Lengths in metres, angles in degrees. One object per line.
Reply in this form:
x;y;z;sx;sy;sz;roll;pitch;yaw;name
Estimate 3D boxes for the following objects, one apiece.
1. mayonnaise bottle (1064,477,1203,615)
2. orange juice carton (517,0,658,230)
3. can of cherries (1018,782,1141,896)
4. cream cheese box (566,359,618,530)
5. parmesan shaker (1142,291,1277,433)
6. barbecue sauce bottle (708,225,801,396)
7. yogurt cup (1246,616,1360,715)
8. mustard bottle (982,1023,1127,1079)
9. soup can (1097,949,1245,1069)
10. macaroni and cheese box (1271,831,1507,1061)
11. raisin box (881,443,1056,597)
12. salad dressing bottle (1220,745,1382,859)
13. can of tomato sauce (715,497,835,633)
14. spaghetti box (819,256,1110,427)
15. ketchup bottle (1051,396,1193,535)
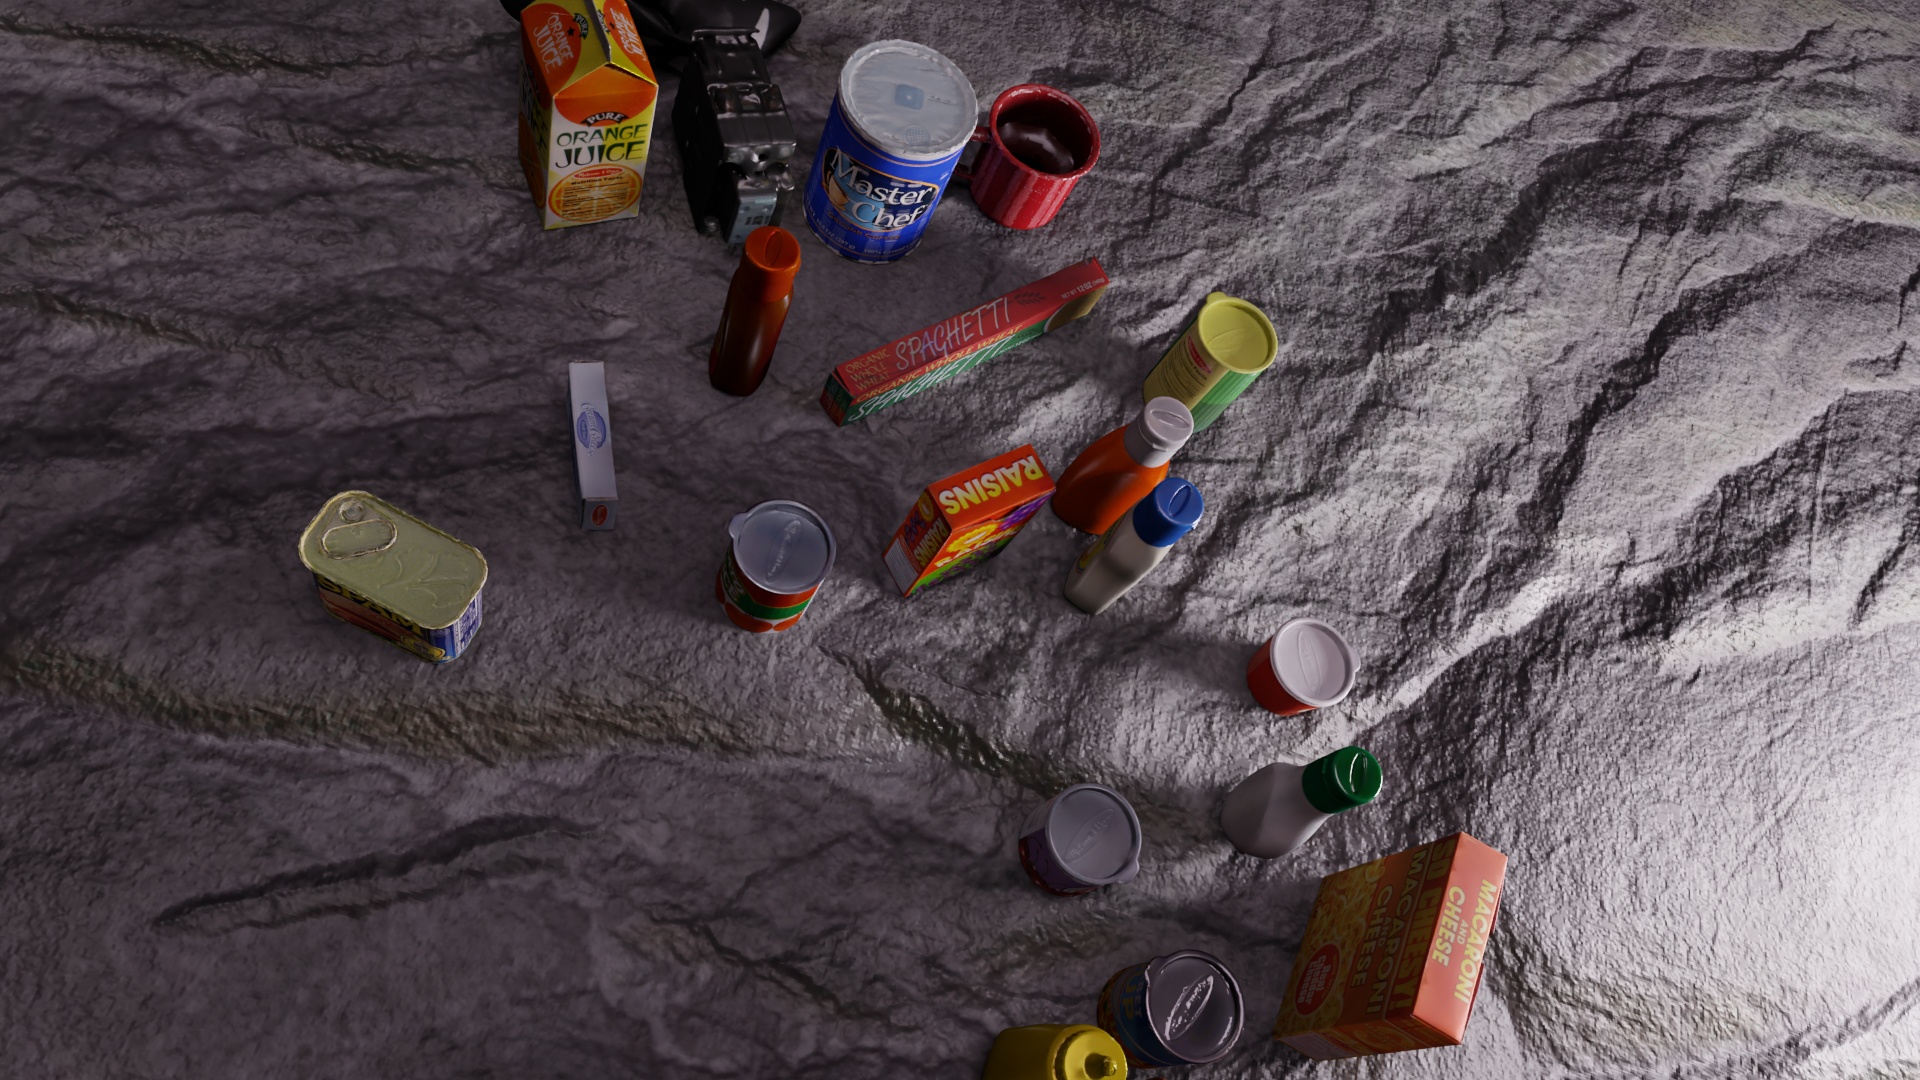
0.122;0.002;0.971;0.041;0.147;0.065;35;61;-1;mayonnaise bottle
-0.258;-0.301;0.954;0.073;0.191;0.072;-15;73;-24;orange juice carton
0.079;0.201;0.919;0.071;0.058;0.072;7;65;-16;can of cherries
-0.248;-0.063;0.931;0.024;0.053;0.104;-4;68;-20;cream cheese box
0.191;-0.137;1.082;0.071;0.102;0.071;7;65;-16;parmesan shaker
-0.141;-0.159;0.955;0.044;0.148;0.065;16;63;-11;barbecue sauce bottle
0.248;0.096;1.025;0.072;0.053;0.072;7;65;-16;yogurt cup
0.062;0.309;0.808;0.065;0.159;0.049;23;62;-8;mustard bottle
0.130;0.296;0.880;0.071;0.083;0.071;7;65;-16;soup can
0.275;0.265;0.895;0.040;0.165;0.124;30;61;-4;macaroni and cheese box
0.003;-0.012;0.952;0.086;0.123;0.040;-23;76;-26;raisin box
0.226;0.174;0.930;0.044;0.147;0.064;23;62;-8;salad dressing bottle
-0.126;0.018;0.918;0.071;0.082;0.071;7;65;-16;can of tomato sauce
0.006;-0.153;1.057;0.251;0.050;0.029;-28;78;-27;spaghetti box
0.119;-0.052;0.994;0.065;0.148;0.044;19;63;-10;ketchup bottle
